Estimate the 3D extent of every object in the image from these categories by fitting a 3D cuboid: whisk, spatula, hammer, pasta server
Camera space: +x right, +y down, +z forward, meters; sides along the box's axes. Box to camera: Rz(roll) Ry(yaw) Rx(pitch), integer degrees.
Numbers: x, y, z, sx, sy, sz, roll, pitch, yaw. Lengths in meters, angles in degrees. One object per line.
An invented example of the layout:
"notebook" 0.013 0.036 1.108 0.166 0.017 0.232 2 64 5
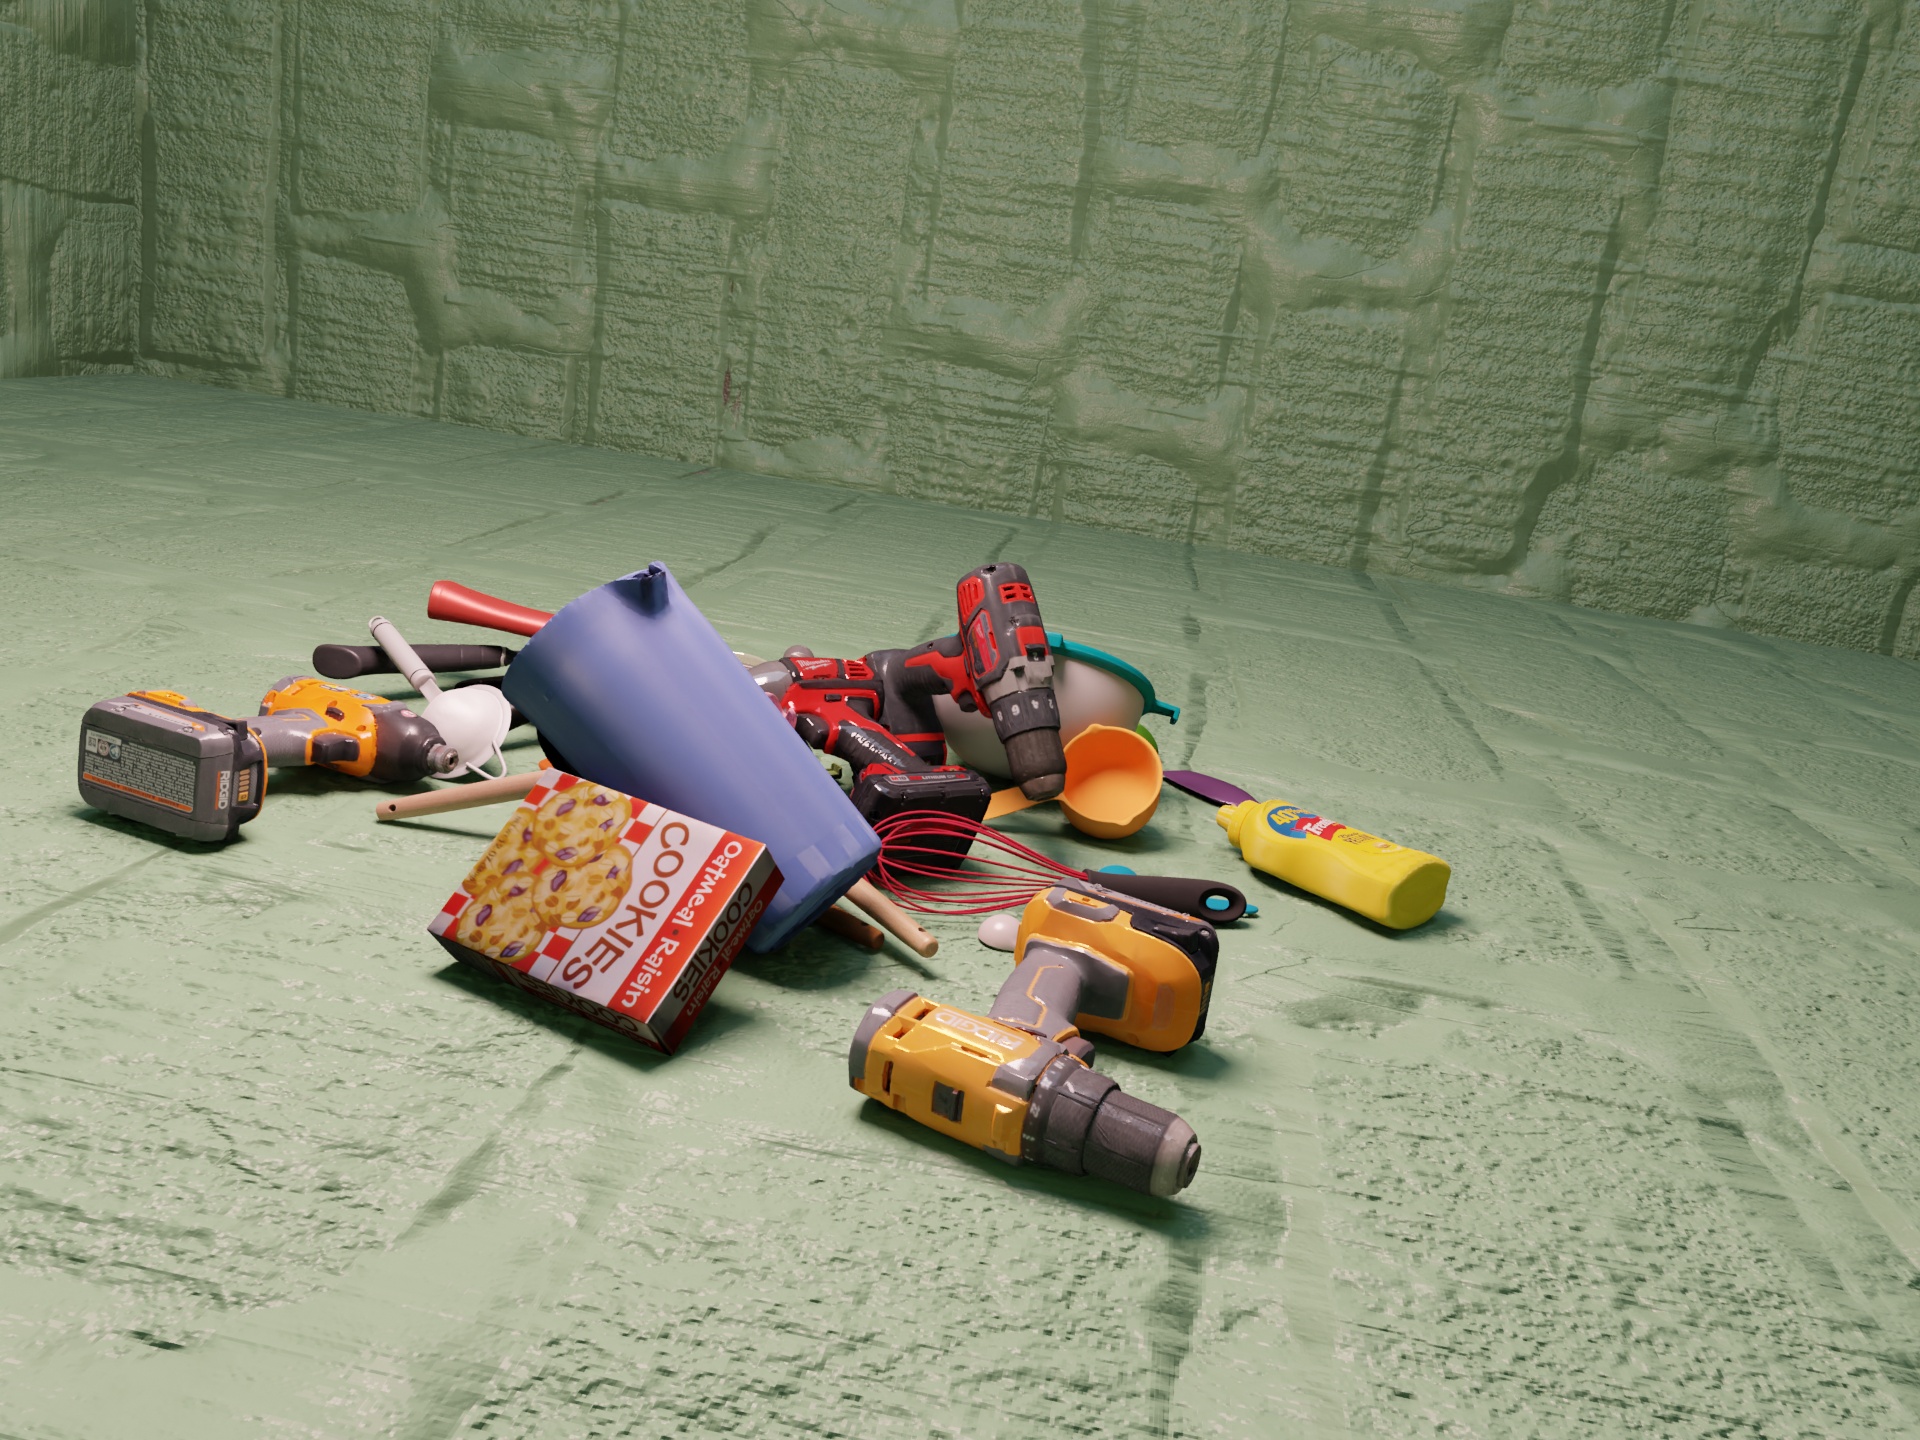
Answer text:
"whisk" 0.070 0.114 1.135 0.295 0.073 0.073 10 14 -16
"spatula" 0.291 0.092 1.410 0.059 0.018 0.316 0 16 -32
"hammer" -0.311 -0.066 1.472 0.359 0.036 0.149 13 24 -8
"hammer" -0.425 -0.064 1.511 0.149 0.036 0.408 16 12 33
"pasta server" -0.261 0.036 1.107 0.316 0.060 0.040 -10 -14 7
"spatula" -0.174 0.089 1.125 0.323 0.041 0.081 21 18 36

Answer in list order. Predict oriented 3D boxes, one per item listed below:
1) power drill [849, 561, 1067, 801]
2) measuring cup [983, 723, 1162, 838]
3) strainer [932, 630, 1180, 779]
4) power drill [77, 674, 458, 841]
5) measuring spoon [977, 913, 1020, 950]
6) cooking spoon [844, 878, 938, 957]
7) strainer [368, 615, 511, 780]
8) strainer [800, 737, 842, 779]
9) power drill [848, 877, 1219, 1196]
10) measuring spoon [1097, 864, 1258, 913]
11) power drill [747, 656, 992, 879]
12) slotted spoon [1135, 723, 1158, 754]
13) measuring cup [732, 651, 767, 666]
"power drill" -0.002 -0.004 1.290 0.080 0.188 0.226 -3 -17 -38
"measuring cup" 0.083 0.066 1.323 0.173 0.095 0.052 -15 -28 -1
"strainer" 0.014 0.008 1.449 0.340 0.095 0.210 -7 -25 42
"power drill" -0.481 0.022 1.135 0.164 0.084 0.226 14 12 18
"measuring spoon" 0.066 0.154 1.056 0.124 0.018 0.034 19 18 32
"cooking spoon" -0.110 0.089 1.120 0.068 0.017 0.319 5 18 -40
"strainer" -0.436 -0.028 1.292 0.087 0.050 0.259 -42 47 -10
"strainer" -0.230 0.012 1.322 0.256 0.069 0.151 14 16 13
"power drill" 0.072 0.174 0.876 0.185 0.084 0.226 16 21 26
"measuring spoon" 0.162 0.127 1.200 0.128 0.021 0.042 8 15 3
"power drill" -0.088 0.024 1.219 0.143 0.078 0.220 0 33 -39
"slotted spoon" 0.045 -0.008 1.569 0.313 0.031 0.070 11 -5 -6
"measuring cup" -0.233 -0.025 1.531 0.083 0.038 0.168 11 21 5
